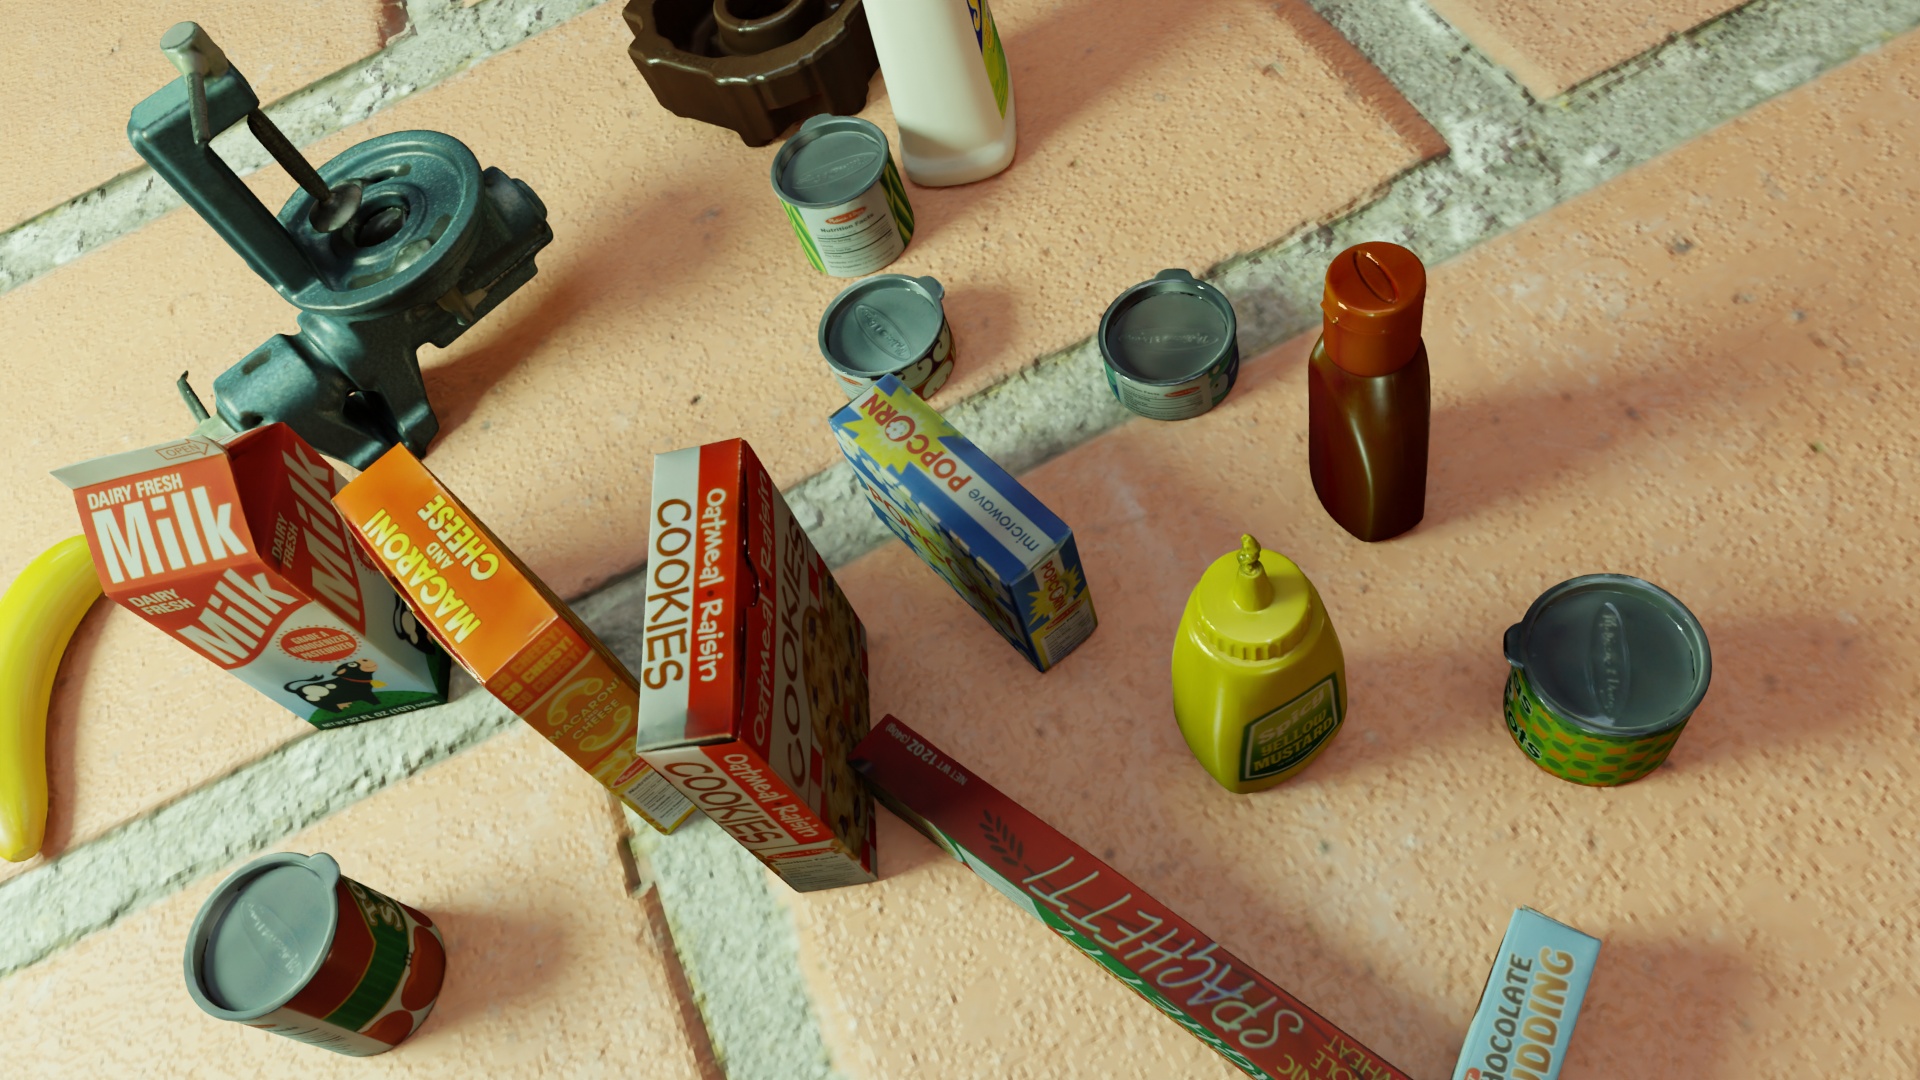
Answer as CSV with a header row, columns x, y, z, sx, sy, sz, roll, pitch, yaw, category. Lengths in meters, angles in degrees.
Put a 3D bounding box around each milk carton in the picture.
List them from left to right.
x,y,z,sx,sy,sz,roll,pitch,yaw,category
-0.309,0.012,0.626,0.072,0.189,0.074,-13,58,7,milk carton

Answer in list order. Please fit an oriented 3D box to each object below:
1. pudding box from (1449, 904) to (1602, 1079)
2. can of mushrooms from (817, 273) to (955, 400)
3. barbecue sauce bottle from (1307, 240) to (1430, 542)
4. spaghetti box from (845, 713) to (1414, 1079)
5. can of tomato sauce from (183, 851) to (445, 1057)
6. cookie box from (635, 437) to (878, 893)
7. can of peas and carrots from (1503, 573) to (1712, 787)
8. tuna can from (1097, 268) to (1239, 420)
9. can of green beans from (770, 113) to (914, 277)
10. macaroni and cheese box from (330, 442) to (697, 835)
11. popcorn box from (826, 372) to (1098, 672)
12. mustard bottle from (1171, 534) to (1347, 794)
x,y,z,sx,sy,sz,roll,pitch,yaw,category
0.192,0.175,0.483,0.030,0.049,0.084,20,67,24,pudding box
-0.035,-0.103,0.717,0.071,0.033,0.071,-6,59,11,can of mushrooms
0.168,-0.060,0.571,0.044,0.148,0.065,-23,57,1,barbecue sauce bottle
0.060,0.149,0.532,0.250,0.050,0.029,31,72,28,spaghetti box
-0.266,0.173,0.582,0.071,0.082,0.071,-7,59,11,can of tomato sauce
-0.074,0.055,0.553,0.040,0.166,0.123,-10,58,9,cookie box
0.244,0.055,0.535,0.071,0.058,0.071,-6,59,11,can of peas and carrots
0.102,-0.095,0.677,0.071,0.032,0.071,-6,59,11,tuna can
-0.063,-0.187,0.760,0.071,0.057,0.071,-6,59,11,can of green beans
-0.177,0.047,0.585,0.040,0.165,0.124,-44,59,-12,macaroni and cheese box
0.002,-0.008,0.620,0.038,0.085,0.127,-41,59,-11,popcorn box
0.110,0.044,0.517,0.065,0.159,0.049,-31,58,-5,mustard bottle
